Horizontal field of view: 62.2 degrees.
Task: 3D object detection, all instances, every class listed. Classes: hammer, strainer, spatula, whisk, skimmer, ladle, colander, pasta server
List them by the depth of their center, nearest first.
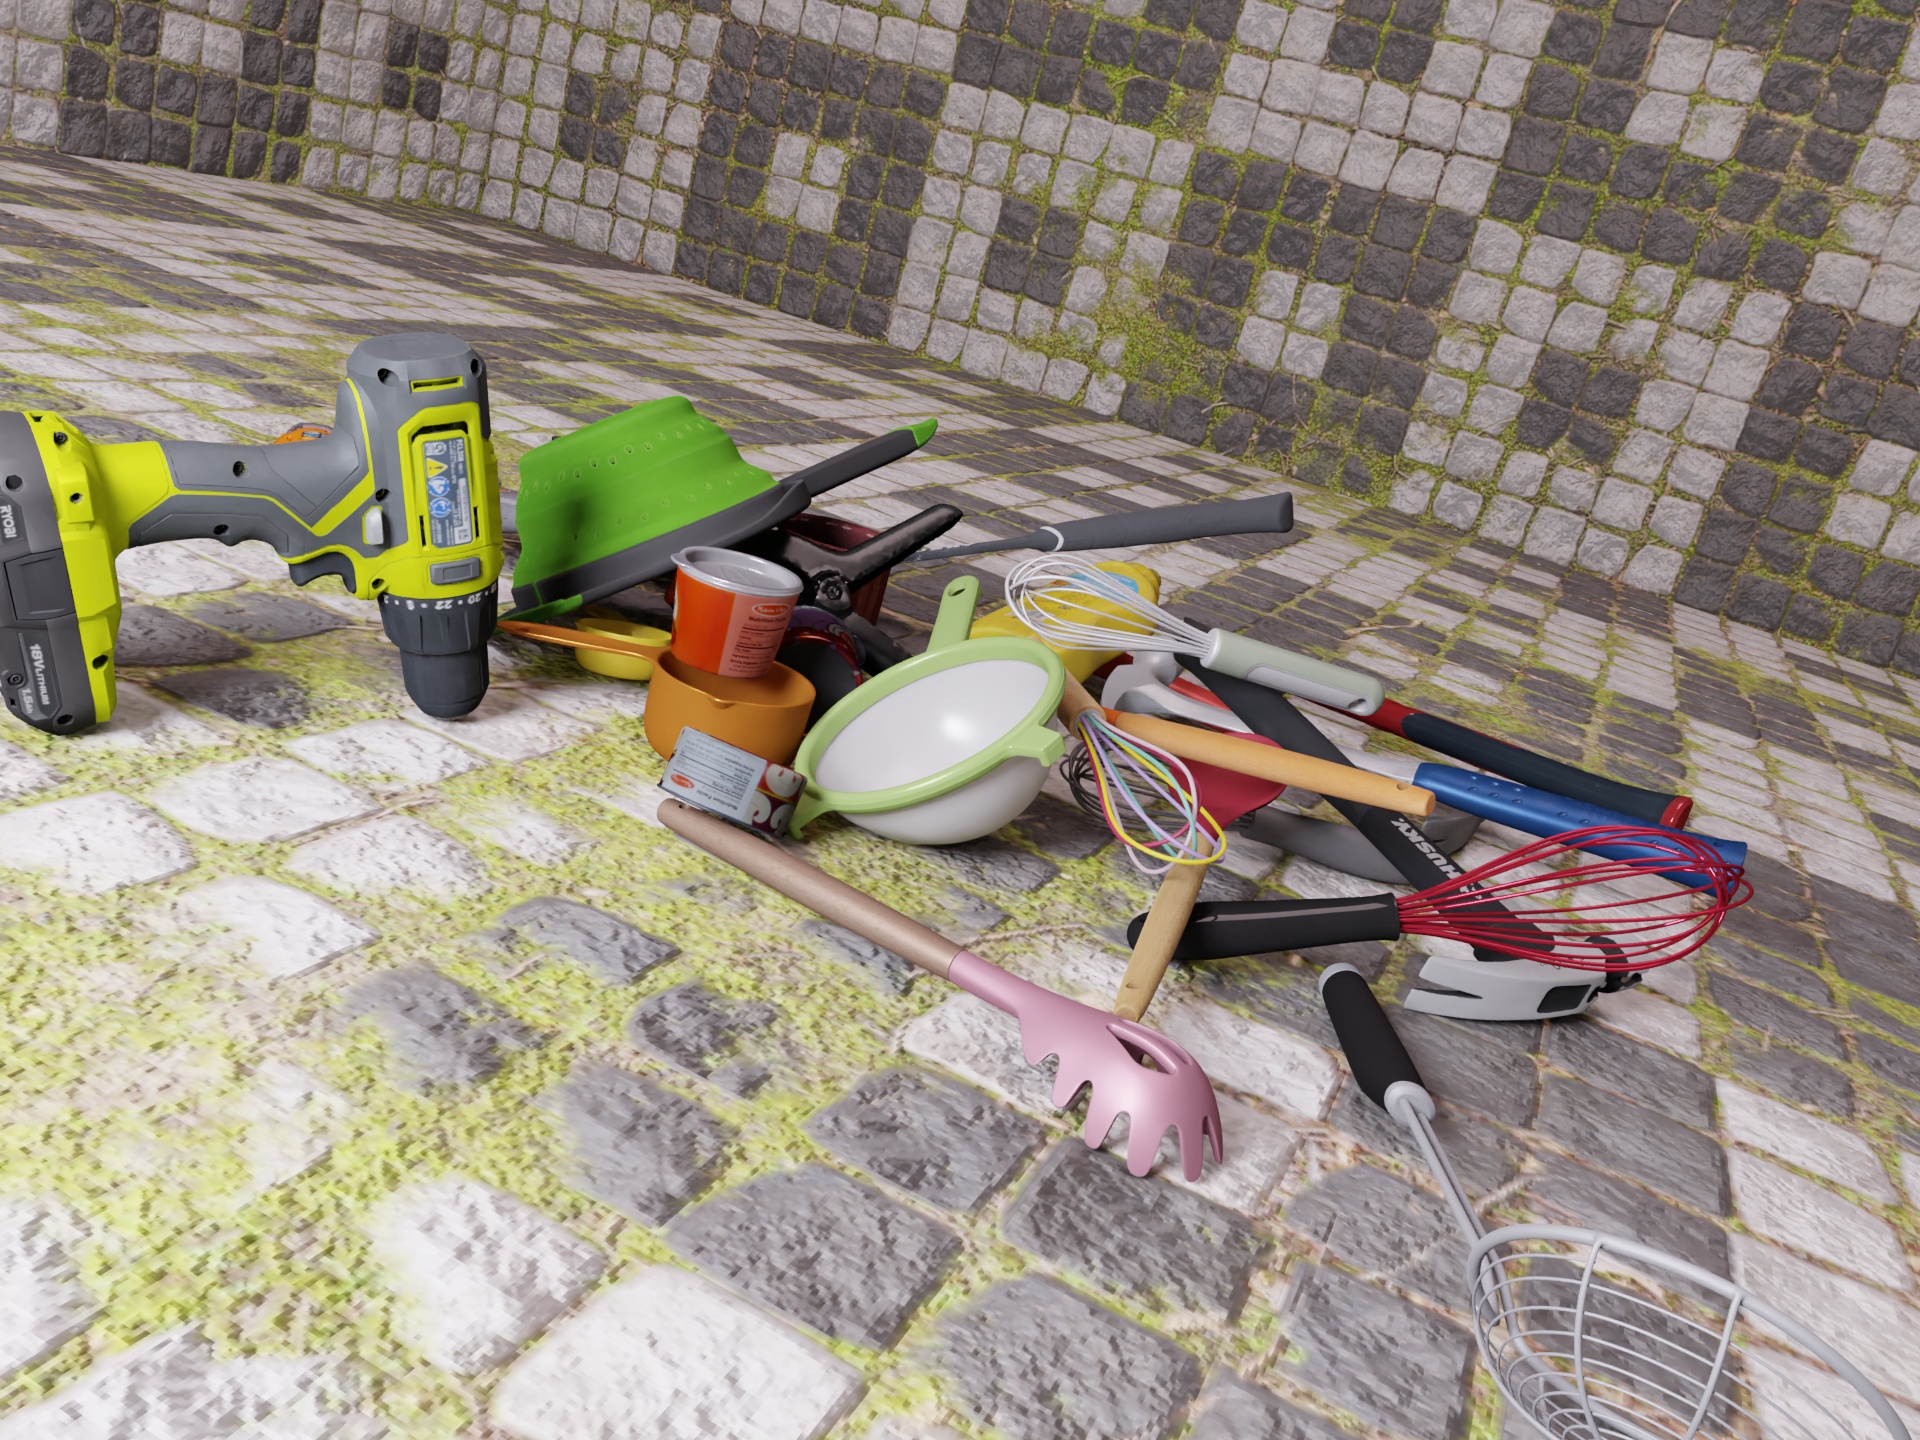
[{"bbox_3d":[0.210,0.160,0.601,0.127,0.090,0.363,47,10,-12],"label":"skimmer"},{"bbox_3d":[-0.023,0.102,0.684,0.316,0.040,0.060,23,19,33],"label":"pasta server"},{"bbox_3d":[0.228,0.093,0.765,0.296,0.073,0.073,-5,18,3],"label":"whisk"},{"bbox_3d":[0.116,0.071,0.789,0.069,0.031,0.315,0,18,19],"label":"ladle"},{"bbox_3d":[0.071,0.010,0.827,0.047,0.051,0.245,-26,31,-5],"label":"whisk"},{"bbox_3d":[0.110,0.015,0.877,0.323,0.041,0.081,15,43,40],"label":"spatula"},{"bbox_3d":[-0.001,-0.003,0.880,0.151,0.069,0.256,-17,25,15],"label":"strainer"},{"bbox_3d":[0.226,0.047,0.918,0.146,0.035,0.335,-5,38,-31],"label":"hammer"},{"bbox_3d":[0.141,-0.045,0.946,0.246,0.057,0.059,16,53,-11],"label":"whisk"},{"bbox_3d":[0.172,0.059,0.949,0.239,0.055,0.055,17,17,-10],"label":"whisk"},{"bbox_3d":[0.277,0.035,1.009,0.406,0.035,0.144,18,32,23],"label":"hammer"},{"bbox_3d":[-0.154,-0.170,1.028,0.204,0.094,0.397,-10,17,42],"label":"colander"},{"bbox_3d":[0.327,0.004,1.142,0.143,0.038,0.387,16,7,-45],"label":"hammer"},{"bbox_3d":[0.197,0.003,1.145,0.359,0.036,0.149,26,21,28],"label":"hammer"},{"bbox_3d":[0.048,-0.134,1.203,0.409,0.036,0.149,-6,13,4],"label":"hammer"}]

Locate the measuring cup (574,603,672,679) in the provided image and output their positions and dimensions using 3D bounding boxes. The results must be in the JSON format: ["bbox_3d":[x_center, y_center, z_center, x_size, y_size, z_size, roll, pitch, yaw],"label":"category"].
[{"bbox_3d":[-0.219,-0.051,0.986,0.062,0.029,0.157,8,8,-24],"label":"measuring cup"}]

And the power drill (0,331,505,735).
[{"bbox_3d":[-0.323,-0.071,0.735,0.228,0.190,0.080,-15,33,-33],"label":"power drill"}]

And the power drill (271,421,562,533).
[{"bbox_3d":[-0.355,-0.157,1.087,0.226,0.084,0.164,3,21,-24],"label":"power drill"}]

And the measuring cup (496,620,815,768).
[{"bbox_3d":[-0.167,-0.012,0.856,0.173,0.052,0.095,13,18,-3],"label":"measuring cup"}]
